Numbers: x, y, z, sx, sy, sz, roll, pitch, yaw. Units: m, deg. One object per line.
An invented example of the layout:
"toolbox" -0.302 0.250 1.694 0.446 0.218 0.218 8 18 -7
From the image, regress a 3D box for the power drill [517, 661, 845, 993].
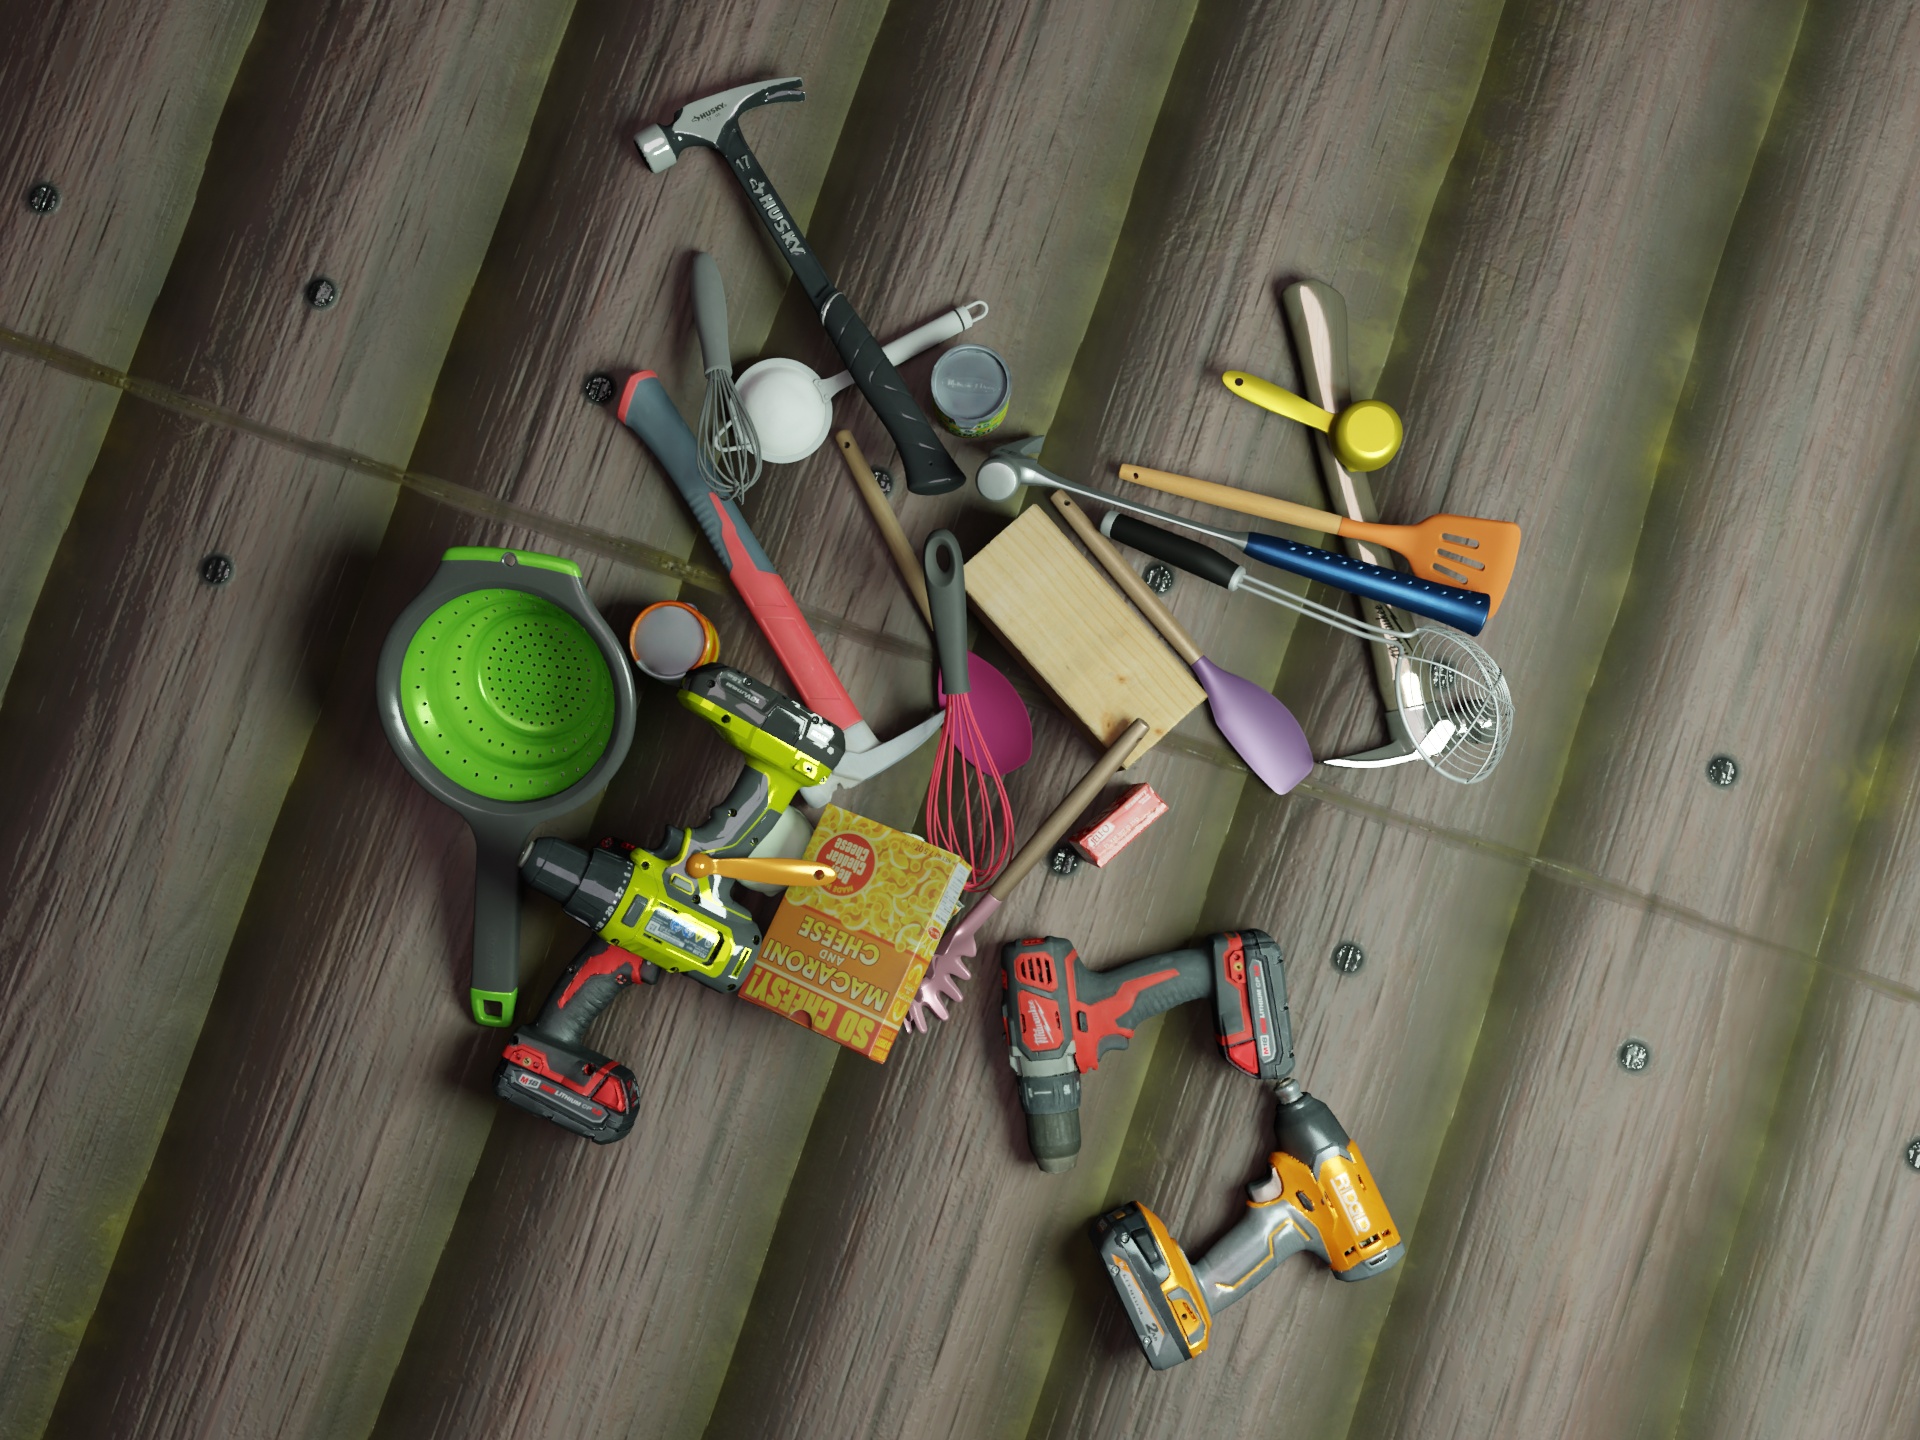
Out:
"power drill" -0.208 0.073 1.220 0.190 0.080 0.228 30 83 -17

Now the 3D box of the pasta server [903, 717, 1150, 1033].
"pasta server" 0.049 0.124 1.260 0.316 0.060 0.040 -51 59 15

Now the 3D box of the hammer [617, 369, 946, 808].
"hammer" -0.158 -0.128 1.315 0.143 0.038 0.386 -31 87 1

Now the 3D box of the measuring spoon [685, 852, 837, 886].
"measuring spoon" -0.149 0.114 1.198 0.117 0.011 0.021 6 94 -19

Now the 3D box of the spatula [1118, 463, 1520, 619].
"spatula" 0.284 -0.163 1.291 0.322 0.041 0.081 16 114 11

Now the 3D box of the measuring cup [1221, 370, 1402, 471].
"measuring cup" 0.287 -0.254 1.301 0.156 0.029 0.062 24 88 2

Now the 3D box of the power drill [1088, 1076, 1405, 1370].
"power drill" 0.222 0.398 1.271 0.226 0.084 0.164 -24 86 -6

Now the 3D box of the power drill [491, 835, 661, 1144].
"power drill" -0.271 0.218 1.279 0.143 0.078 0.220 24 84 0

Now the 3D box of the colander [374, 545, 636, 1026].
"colander" -0.360 0.051 1.290 0.204 0.094 0.397 7 104 1

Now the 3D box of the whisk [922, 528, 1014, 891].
"whisk" -0.002 -0.004 1.258 0.073 0.073 0.295 -6 102 -1

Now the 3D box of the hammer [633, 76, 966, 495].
"hammer" -0.110 -0.355 1.306 0.149 0.036 0.409 -30 78 -5

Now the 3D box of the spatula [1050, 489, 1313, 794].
"spatula" 0.183 -0.072 1.328 0.060 0.018 0.316 -40 88 -16

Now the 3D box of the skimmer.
"skimmer" 0.273 -0.069 1.283 0.363 0.090 0.127 26 51 18

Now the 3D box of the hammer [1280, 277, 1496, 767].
"hammer" 0.323 -0.165 1.327 0.146 0.038 0.411 -14 86 0

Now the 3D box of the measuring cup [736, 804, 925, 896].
"measuring cup" -0.113 0.103 1.303 0.167 0.038 0.083 -1 86 1

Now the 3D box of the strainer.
"strainer" -0.091 -0.290 1.329 0.258 0.050 0.087 -29 102 -5

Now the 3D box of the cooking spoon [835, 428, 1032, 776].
"cooking spoon" -0.028 -0.101 1.327 0.069 0.017 0.319 -28 87 14

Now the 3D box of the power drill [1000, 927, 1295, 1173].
"power drill" 0.148 0.260 1.280 0.226 0.080 0.188 -6 86 2

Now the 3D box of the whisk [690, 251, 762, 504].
"whisk" -0.198 -0.284 1.304 0.055 0.055 0.239 -10 69 -1

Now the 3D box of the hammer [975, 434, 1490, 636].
"hammer" 0.216 -0.147 1.259 0.405 0.144 0.035 18 112 4
